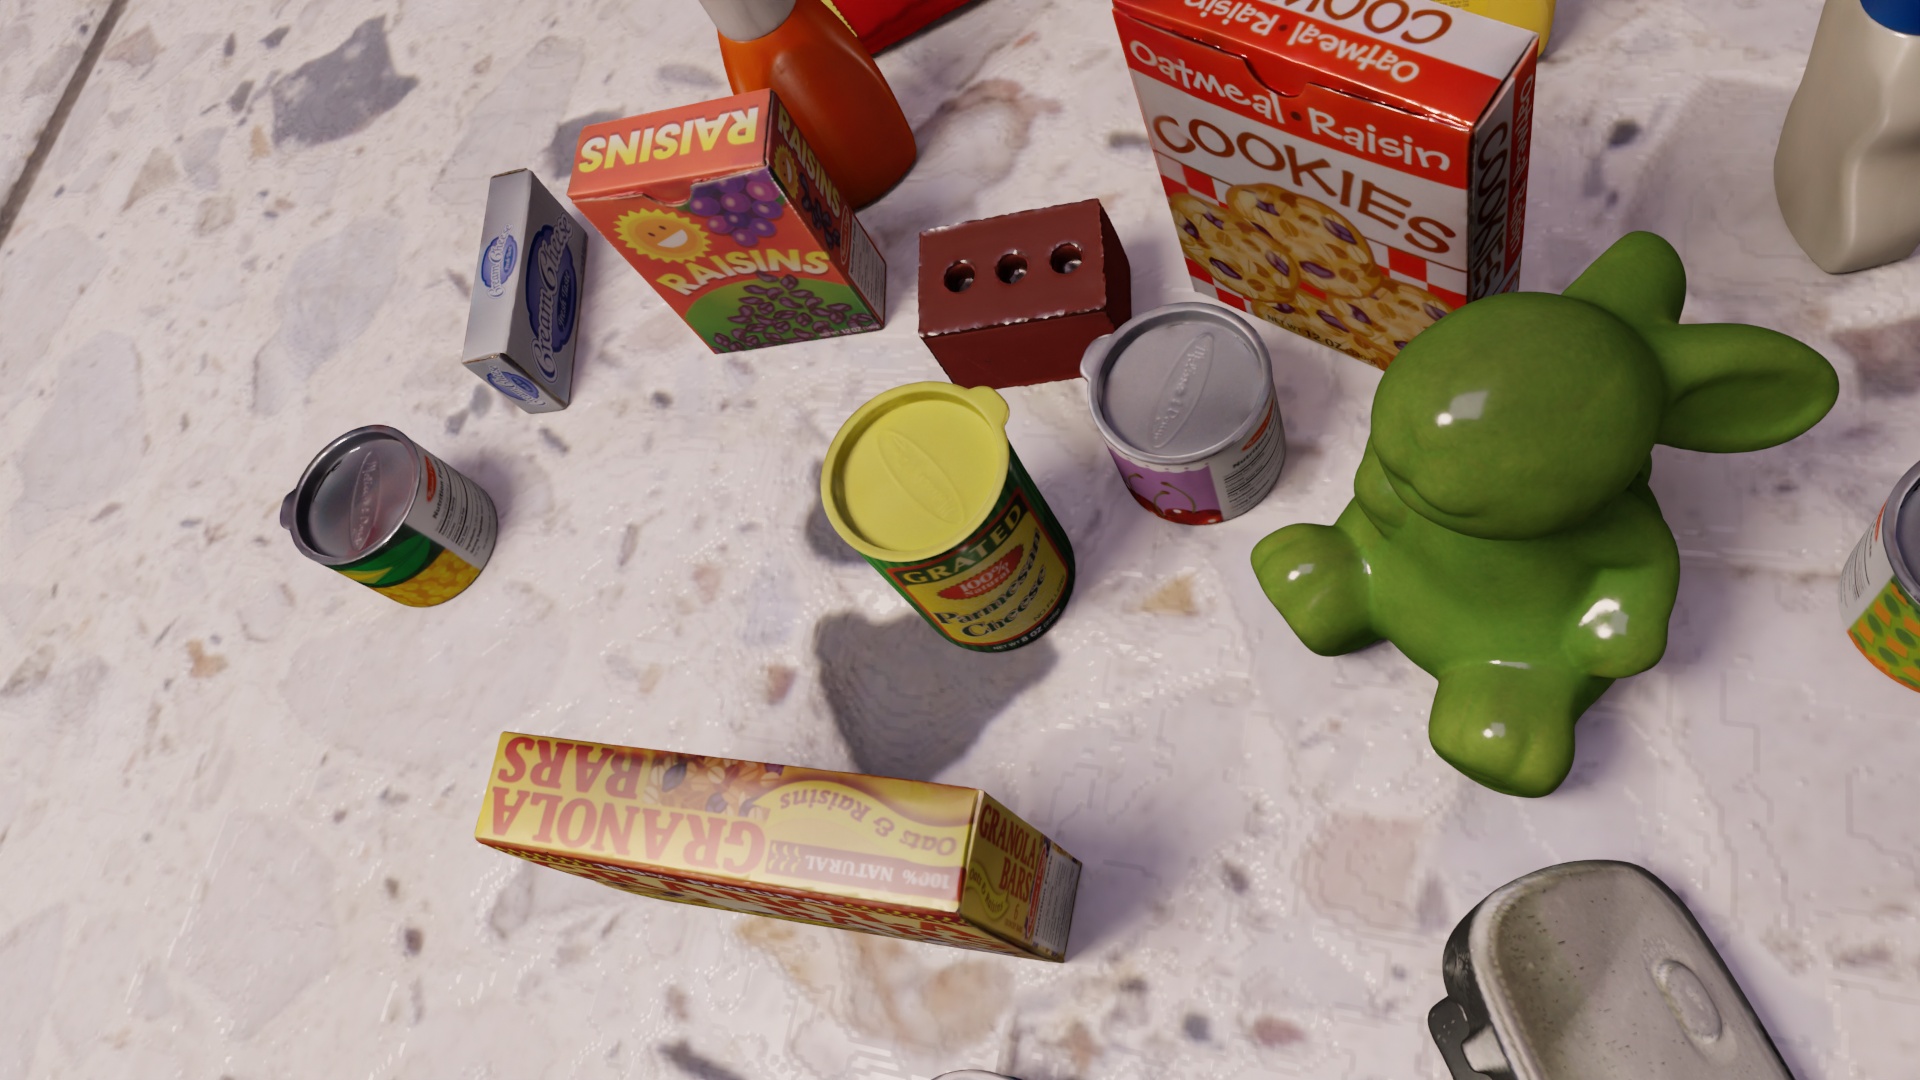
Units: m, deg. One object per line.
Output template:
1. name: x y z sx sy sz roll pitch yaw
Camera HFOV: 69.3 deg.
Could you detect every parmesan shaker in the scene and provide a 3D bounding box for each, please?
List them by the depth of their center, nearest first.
1. parmesan shaker: 0.002 -0.006 0.506 0.071 0.103 0.071 -7 65 16

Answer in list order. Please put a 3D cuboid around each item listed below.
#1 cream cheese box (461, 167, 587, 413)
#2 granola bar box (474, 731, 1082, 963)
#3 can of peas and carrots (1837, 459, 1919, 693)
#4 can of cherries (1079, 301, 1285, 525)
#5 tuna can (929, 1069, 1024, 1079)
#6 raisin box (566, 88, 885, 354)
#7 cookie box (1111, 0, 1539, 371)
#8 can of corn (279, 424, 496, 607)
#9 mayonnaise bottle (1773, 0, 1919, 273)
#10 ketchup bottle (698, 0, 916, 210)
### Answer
1. cream cheese box: -0.203 -0.117 0.654 0.024 0.053 0.104 -8 65 16
2. granola bar box: -0.055 0.105 0.464 0.165 0.124 0.039 3 69 20
3. can of peas and carrots: 0.310 0.012 0.417 0.071 0.058 0.071 -7 65 16
4. can of cherries: 0.084 -0.047 0.521 0.071 0.058 0.072 -7 65 16
5. tuna can: 0.010 0.208 0.448 0.071 0.032 0.071 -7 65 16
6. raisin box: -0.092 -0.128 0.581 0.086 0.123 0.040 -5 66 17
7. cookie box: 0.127 -0.121 0.477 0.123 0.167 0.040 30 80 27
8. can of corn: -0.254 -0.009 0.621 0.071 0.058 0.071 -7 65 16
9. mayonnaise bottle: 0.298 -0.149 0.442 0.041 0.147 0.065 -12 64 14
10. ketchup bottle: -0.071 -0.201 0.591 0.065 0.148 0.044 -33 61 3
